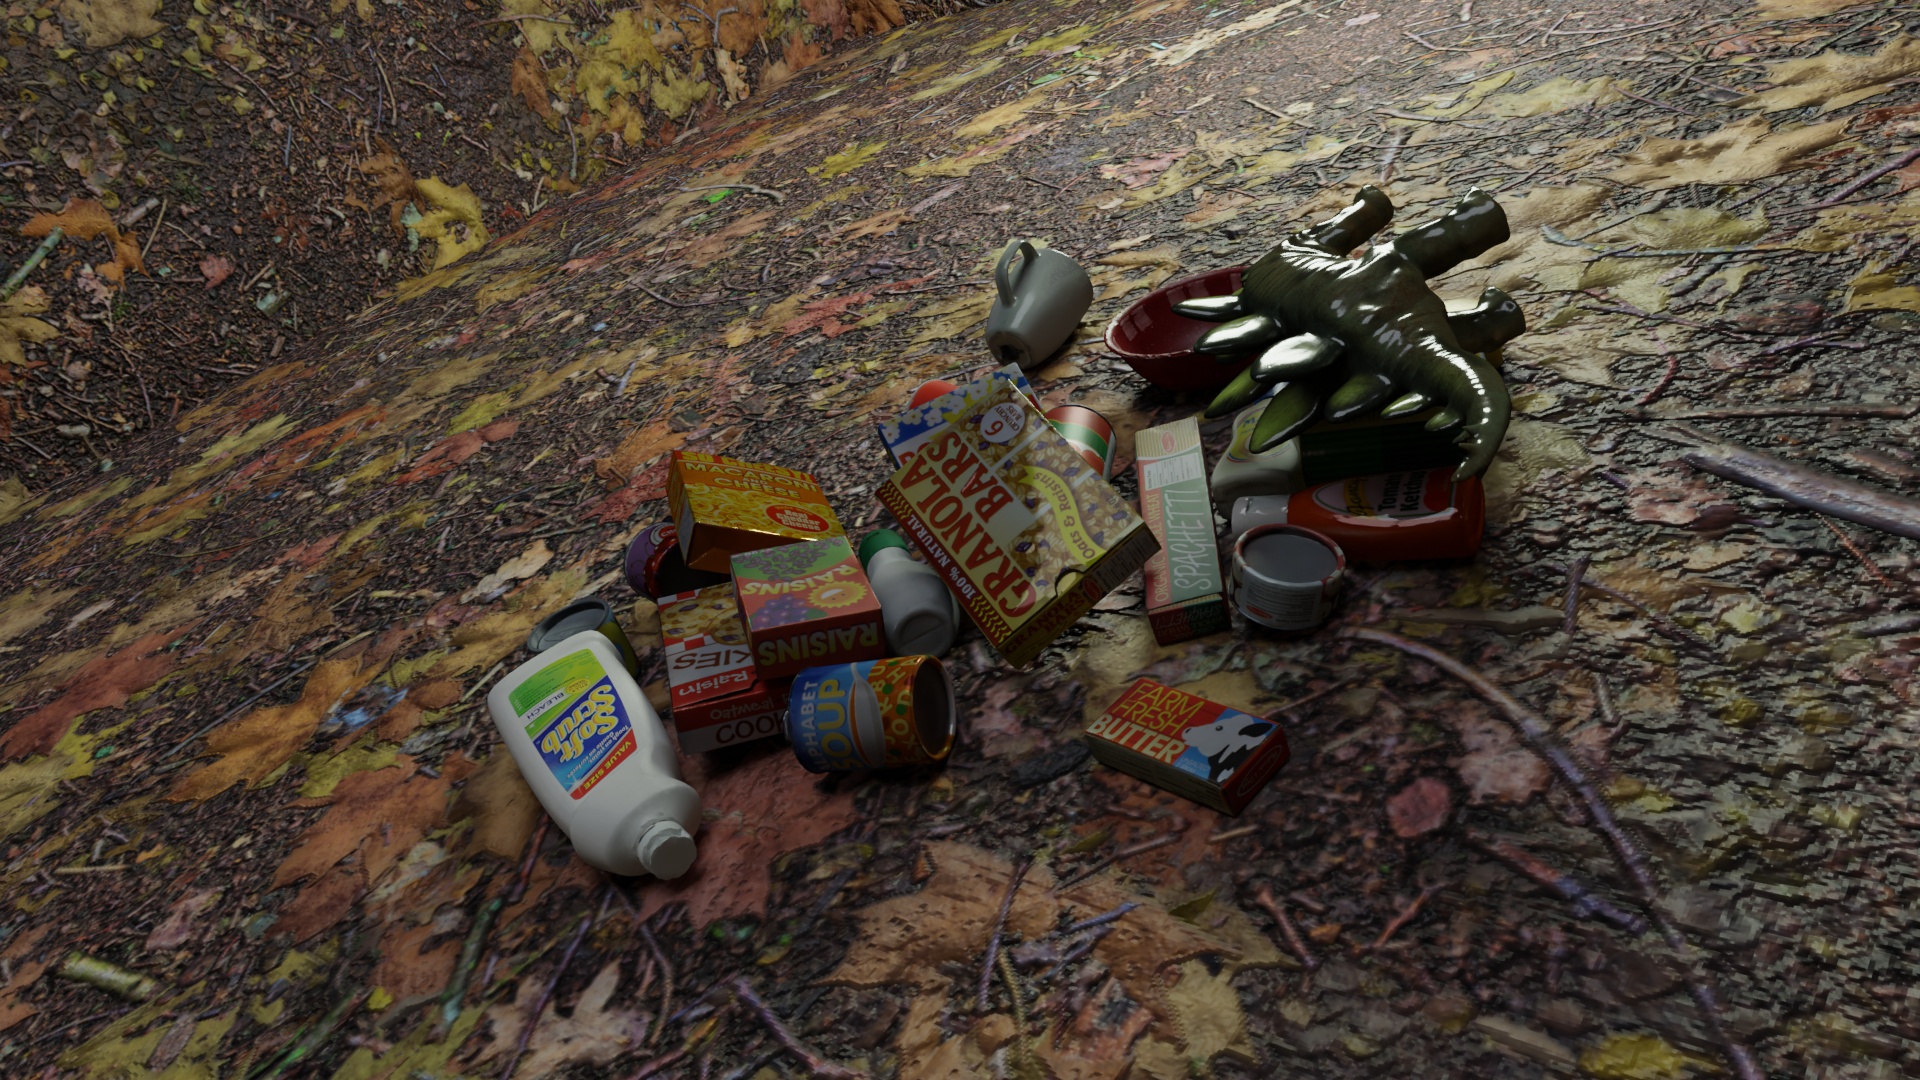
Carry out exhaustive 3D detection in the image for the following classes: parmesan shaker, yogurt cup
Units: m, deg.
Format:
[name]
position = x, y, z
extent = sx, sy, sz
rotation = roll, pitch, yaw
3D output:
[parmesan shaker]
position = 0.279, -0.060, 0.901
extent = 0.103, 0.071, 0.072
rotation = -5, 32, 28
[yogurt cup]
position = -0.006, -0.101, 1.181
extent = 0.054, 0.072, 0.073
rotation = 14, 44, 37

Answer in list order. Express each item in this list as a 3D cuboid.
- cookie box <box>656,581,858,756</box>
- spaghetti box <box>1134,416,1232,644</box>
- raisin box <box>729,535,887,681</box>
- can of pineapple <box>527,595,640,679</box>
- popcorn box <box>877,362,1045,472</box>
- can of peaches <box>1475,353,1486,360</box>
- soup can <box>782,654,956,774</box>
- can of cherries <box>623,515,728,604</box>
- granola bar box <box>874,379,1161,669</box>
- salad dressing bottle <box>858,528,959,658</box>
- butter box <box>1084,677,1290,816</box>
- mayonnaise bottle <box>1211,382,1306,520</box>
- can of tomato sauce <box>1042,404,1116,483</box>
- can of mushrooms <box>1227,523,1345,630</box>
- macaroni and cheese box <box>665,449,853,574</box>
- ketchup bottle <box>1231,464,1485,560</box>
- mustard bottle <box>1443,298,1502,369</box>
[cookie box]
position = -0.141, 0.076, 0.959
extent = 0.123, 0.040, 0.168
rotation = -13, 26, -10
[spaghetti box]
position = 0.149, -0.014, 0.951
extent = 0.050, 0.028, 0.251
rotation = -14, 29, 13
[raisin box]
position = -0.104, 0.043, 0.925
extent = 0.086, 0.040, 0.124
rotation = -9, 24, -13
[can of pineapple]
position = -0.283, 0.085, 1.051
extent = 0.071, 0.057, 0.071
rotation = -17, 28, 9
[popcorn box]
position = 0.009, -0.077, 1.109
extent = 0.127, 0.038, 0.085
rotation = -25, 65, -7
[can of peaches]
position = 0.325, -0.103, 0.944
extent = 0.071, 0.071, 0.058
rotation = -11, 29, 19
[soup can]
position = -0.054, 0.106, 0.840
extent = 0.083, 0.071, 0.072
rotation = -9, 30, 23
[can of cherries]
position = -0.228, 0.020, 1.114
extent = 0.072, 0.071, 0.058
rotation = -35, 30, -24
[granola bar box]
position = 0.034, -0.015, 0.923
extent = 0.124, 0.039, 0.166
rotation = -40, 53, 1
[salad dressing bottle]
position = -0.042, 0.035, 0.986
extent = 0.064, 0.044, 0.148
rotation = -29, 27, -1
[butter box]
position = 0.121, 0.110, 0.755
extent = 0.053, 0.024, 0.103
rotation = -38, 32, -27
[mayonnaise bottle]
position = 0.219, -0.069, 0.986
extent = 0.064, 0.041, 0.149
rotation = -8, 31, 25
[can of tomato sauce]
position = 0.077, -0.053, 1.030
extent = 0.071, 0.071, 0.083
rotation = -12, 30, 19
[can of mushrooms]
position = 0.195, 0.019, 0.832
extent = 0.071, 0.033, 0.071
rotation = 0, 35, 0
[macaroni and cheese box]
position = -0.164, -0.020, 1.106
extent = 0.124, 0.040, 0.167
rotation = 10, 19, -21
[ketchup bottle]
position = 0.246, -0.014, 0.867
extent = 0.148, 0.043, 0.065
rotation = -4, 37, 31
[mustard bottle]
position = 0.317, -0.140, 1.034
extent = 0.160, 0.048, 0.066
rotation = -8, 30, 26
